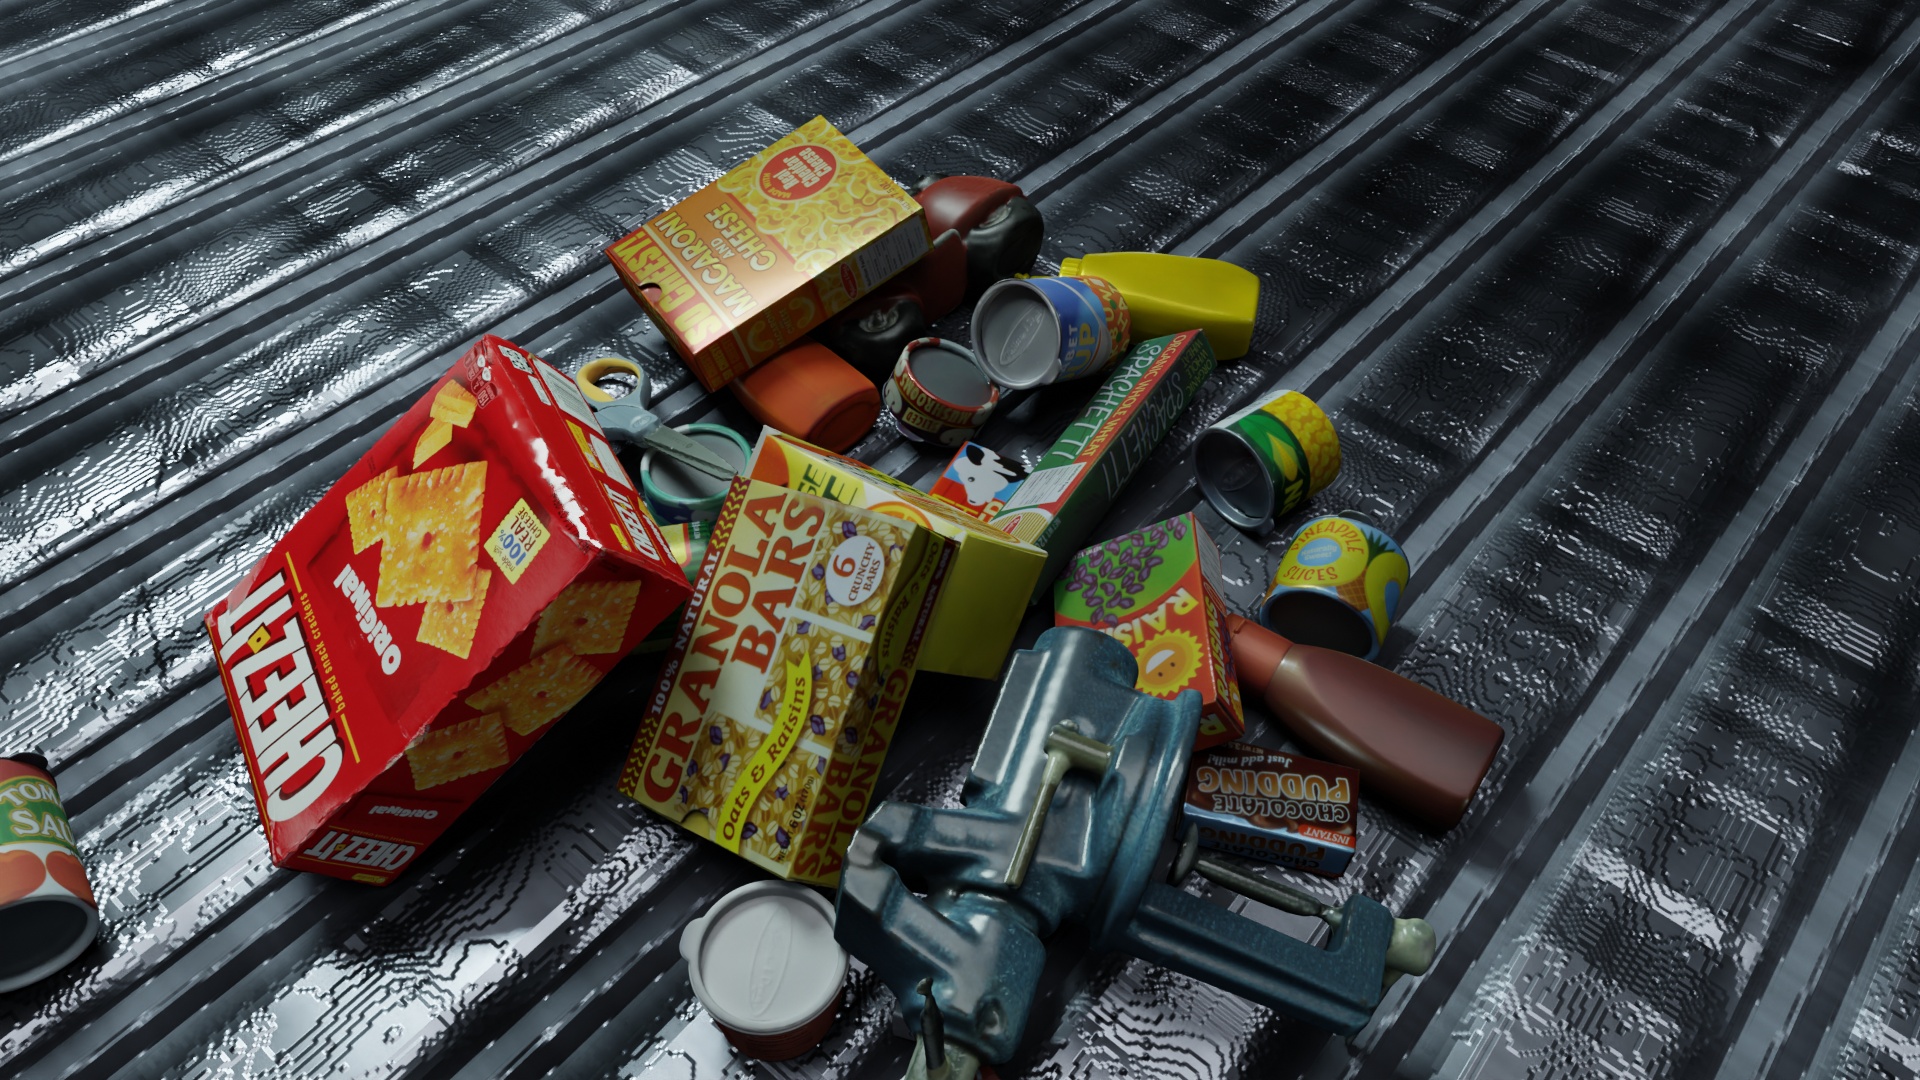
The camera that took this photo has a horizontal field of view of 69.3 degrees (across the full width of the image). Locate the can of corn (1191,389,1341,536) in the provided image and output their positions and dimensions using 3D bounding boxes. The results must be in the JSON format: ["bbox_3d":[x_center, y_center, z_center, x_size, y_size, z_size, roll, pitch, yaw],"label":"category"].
[{"bbox_3d":[0.180,-0.046,0.812,0.058,0.070,0.071,-29,56,-24],"label":"can of corn"}]

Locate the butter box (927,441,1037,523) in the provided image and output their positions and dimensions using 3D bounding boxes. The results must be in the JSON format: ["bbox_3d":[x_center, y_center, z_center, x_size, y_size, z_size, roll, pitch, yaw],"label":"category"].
[{"bbox_3d":[0.003,-0.010,0.800,0.053,0.024,0.104,23,52,16],"label":"butter box"}]

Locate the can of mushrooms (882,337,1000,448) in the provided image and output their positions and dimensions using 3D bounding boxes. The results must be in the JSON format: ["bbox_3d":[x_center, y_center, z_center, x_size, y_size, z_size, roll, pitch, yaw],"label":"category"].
[{"bbox_3d":[-0.012,-0.090,0.848,0.071,0.033,0.071,18,42,-17],"label":"can of mushrooms"}]

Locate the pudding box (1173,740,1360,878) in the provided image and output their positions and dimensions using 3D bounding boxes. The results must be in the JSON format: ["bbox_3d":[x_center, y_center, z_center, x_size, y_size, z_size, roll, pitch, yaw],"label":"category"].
[{"bbox_3d":[0.150,0.130,0.682,0.084,0.030,0.050,12,51,9],"label":"pudding box"}]

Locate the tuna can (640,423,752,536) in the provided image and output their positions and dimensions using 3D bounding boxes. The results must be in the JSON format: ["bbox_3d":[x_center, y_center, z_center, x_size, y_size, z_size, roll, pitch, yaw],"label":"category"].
[{"bbox_3d":[-0.150,-0.034,0.810,0.071,0.032,0.071,1,49,-1],"label":"tuna can"}]

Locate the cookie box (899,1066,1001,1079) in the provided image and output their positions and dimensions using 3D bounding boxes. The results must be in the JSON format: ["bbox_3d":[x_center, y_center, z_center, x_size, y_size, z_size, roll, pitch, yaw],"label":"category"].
[{"bbox_3d":[0.006,0.295,0.529,0.123,0.040,0.168,-32,58,-26],"label":"cookie box"}]

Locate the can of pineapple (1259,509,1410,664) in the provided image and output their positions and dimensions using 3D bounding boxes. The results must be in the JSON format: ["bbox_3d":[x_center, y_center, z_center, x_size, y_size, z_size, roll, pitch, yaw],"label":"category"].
[{"bbox_3d":[0.201,0.028,0.746,0.071,0.070,0.058,22,52,16],"label":"can of pineapple"}]

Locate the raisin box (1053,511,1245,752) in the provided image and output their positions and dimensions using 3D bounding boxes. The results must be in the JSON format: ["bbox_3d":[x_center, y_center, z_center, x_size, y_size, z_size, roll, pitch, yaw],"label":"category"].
[{"bbox_3d":[0.093,0.054,0.715,0.086,0.040,0.124,-20,43,21],"label":"raisin box"}]

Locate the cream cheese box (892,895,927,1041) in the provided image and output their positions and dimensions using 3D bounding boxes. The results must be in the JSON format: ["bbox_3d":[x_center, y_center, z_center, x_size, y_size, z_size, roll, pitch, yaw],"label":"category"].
[{"bbox_3d":[0.007,0.180,0.637,0.053,0.024,0.104,11,50,9],"label":"cream cheese box"}]

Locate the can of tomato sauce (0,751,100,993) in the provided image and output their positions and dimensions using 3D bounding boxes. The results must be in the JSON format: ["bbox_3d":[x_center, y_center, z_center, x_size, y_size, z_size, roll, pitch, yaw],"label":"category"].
[{"bbox_3d":[-0.430,0.148,0.620,0.071,0.070,0.083,-28,56,-23],"label":"can of tomato sauce"}]

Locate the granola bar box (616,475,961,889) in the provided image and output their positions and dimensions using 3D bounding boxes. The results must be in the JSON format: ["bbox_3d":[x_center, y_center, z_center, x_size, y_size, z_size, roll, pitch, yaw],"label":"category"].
[{"bbox_3d":[-0.083,0.060,0.647,0.124,0.039,0.165,15,82,39],"label":"granola bar box"}]

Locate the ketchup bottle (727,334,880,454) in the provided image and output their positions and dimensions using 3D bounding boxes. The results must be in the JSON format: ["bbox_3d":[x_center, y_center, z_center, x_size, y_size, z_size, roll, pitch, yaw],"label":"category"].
[{"bbox_3d":[-0.120,-0.110,0.869,0.065,0.043,0.149,-37,60,-24],"label":"ketchup bottle"}]

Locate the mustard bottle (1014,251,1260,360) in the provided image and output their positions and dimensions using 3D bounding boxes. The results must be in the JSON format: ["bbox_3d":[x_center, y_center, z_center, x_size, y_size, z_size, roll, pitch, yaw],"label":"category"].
[{"bbox_3d":[0.115,-0.161,0.919,0.160,0.048,0.066,11,50,8],"label":"mustard bottle"}]

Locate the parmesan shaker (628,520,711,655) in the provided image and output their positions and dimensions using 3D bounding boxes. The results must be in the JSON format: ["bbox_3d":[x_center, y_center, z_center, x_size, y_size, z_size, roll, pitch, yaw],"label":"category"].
[{"bbox_3d":[-0.180,0.028,0.735,0.103,0.071,0.071,-9,50,-11],"label":"parmesan shaker"}]

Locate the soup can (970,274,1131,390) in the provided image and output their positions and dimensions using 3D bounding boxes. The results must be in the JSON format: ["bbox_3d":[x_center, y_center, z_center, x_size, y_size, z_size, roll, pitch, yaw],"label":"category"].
[{"bbox_3d":[0.059,-0.128,0.859,0.071,0.071,0.084,37,31,26],"label":"soup can"}]

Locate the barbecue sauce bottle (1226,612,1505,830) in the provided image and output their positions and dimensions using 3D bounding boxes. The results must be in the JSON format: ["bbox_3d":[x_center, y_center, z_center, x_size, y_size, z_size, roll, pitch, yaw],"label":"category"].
[{"bbox_3d":[0.197,0.086,0.713,0.149,0.043,0.065,29,47,21],"label":"barbecue sauce bottle"}]

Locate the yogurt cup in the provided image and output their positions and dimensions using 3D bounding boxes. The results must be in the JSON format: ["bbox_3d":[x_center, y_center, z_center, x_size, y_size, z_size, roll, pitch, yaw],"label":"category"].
[{"bbox_3d":[-0.081,0.190,0.605,0.072,0.053,0.073,1,49,-1],"label":"yogurt cup"}]

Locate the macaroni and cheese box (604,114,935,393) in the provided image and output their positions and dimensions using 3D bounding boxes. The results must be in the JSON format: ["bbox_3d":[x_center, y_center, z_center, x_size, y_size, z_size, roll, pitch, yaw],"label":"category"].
[{"bbox_3d":[-0.120,-0.182,0.863,0.167,0.040,0.124,-35,56,-11],"label":"macaroni and cheese box"}]

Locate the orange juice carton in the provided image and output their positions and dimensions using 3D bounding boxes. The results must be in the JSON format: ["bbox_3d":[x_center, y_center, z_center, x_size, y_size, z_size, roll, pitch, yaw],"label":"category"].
[{"bbox_3d":[-0.056,0.000,0.725,0.193,0.071,0.073,26,7,38],"label":"orange juice carton"}]

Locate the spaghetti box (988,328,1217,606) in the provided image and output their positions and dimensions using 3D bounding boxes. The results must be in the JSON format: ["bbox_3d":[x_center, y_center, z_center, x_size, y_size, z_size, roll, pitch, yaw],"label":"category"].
[{"bbox_3d":[0.077,-0.047,0.807,0.050,0.028,0.251,-8,31,43],"label":"spaghetti box"}]
